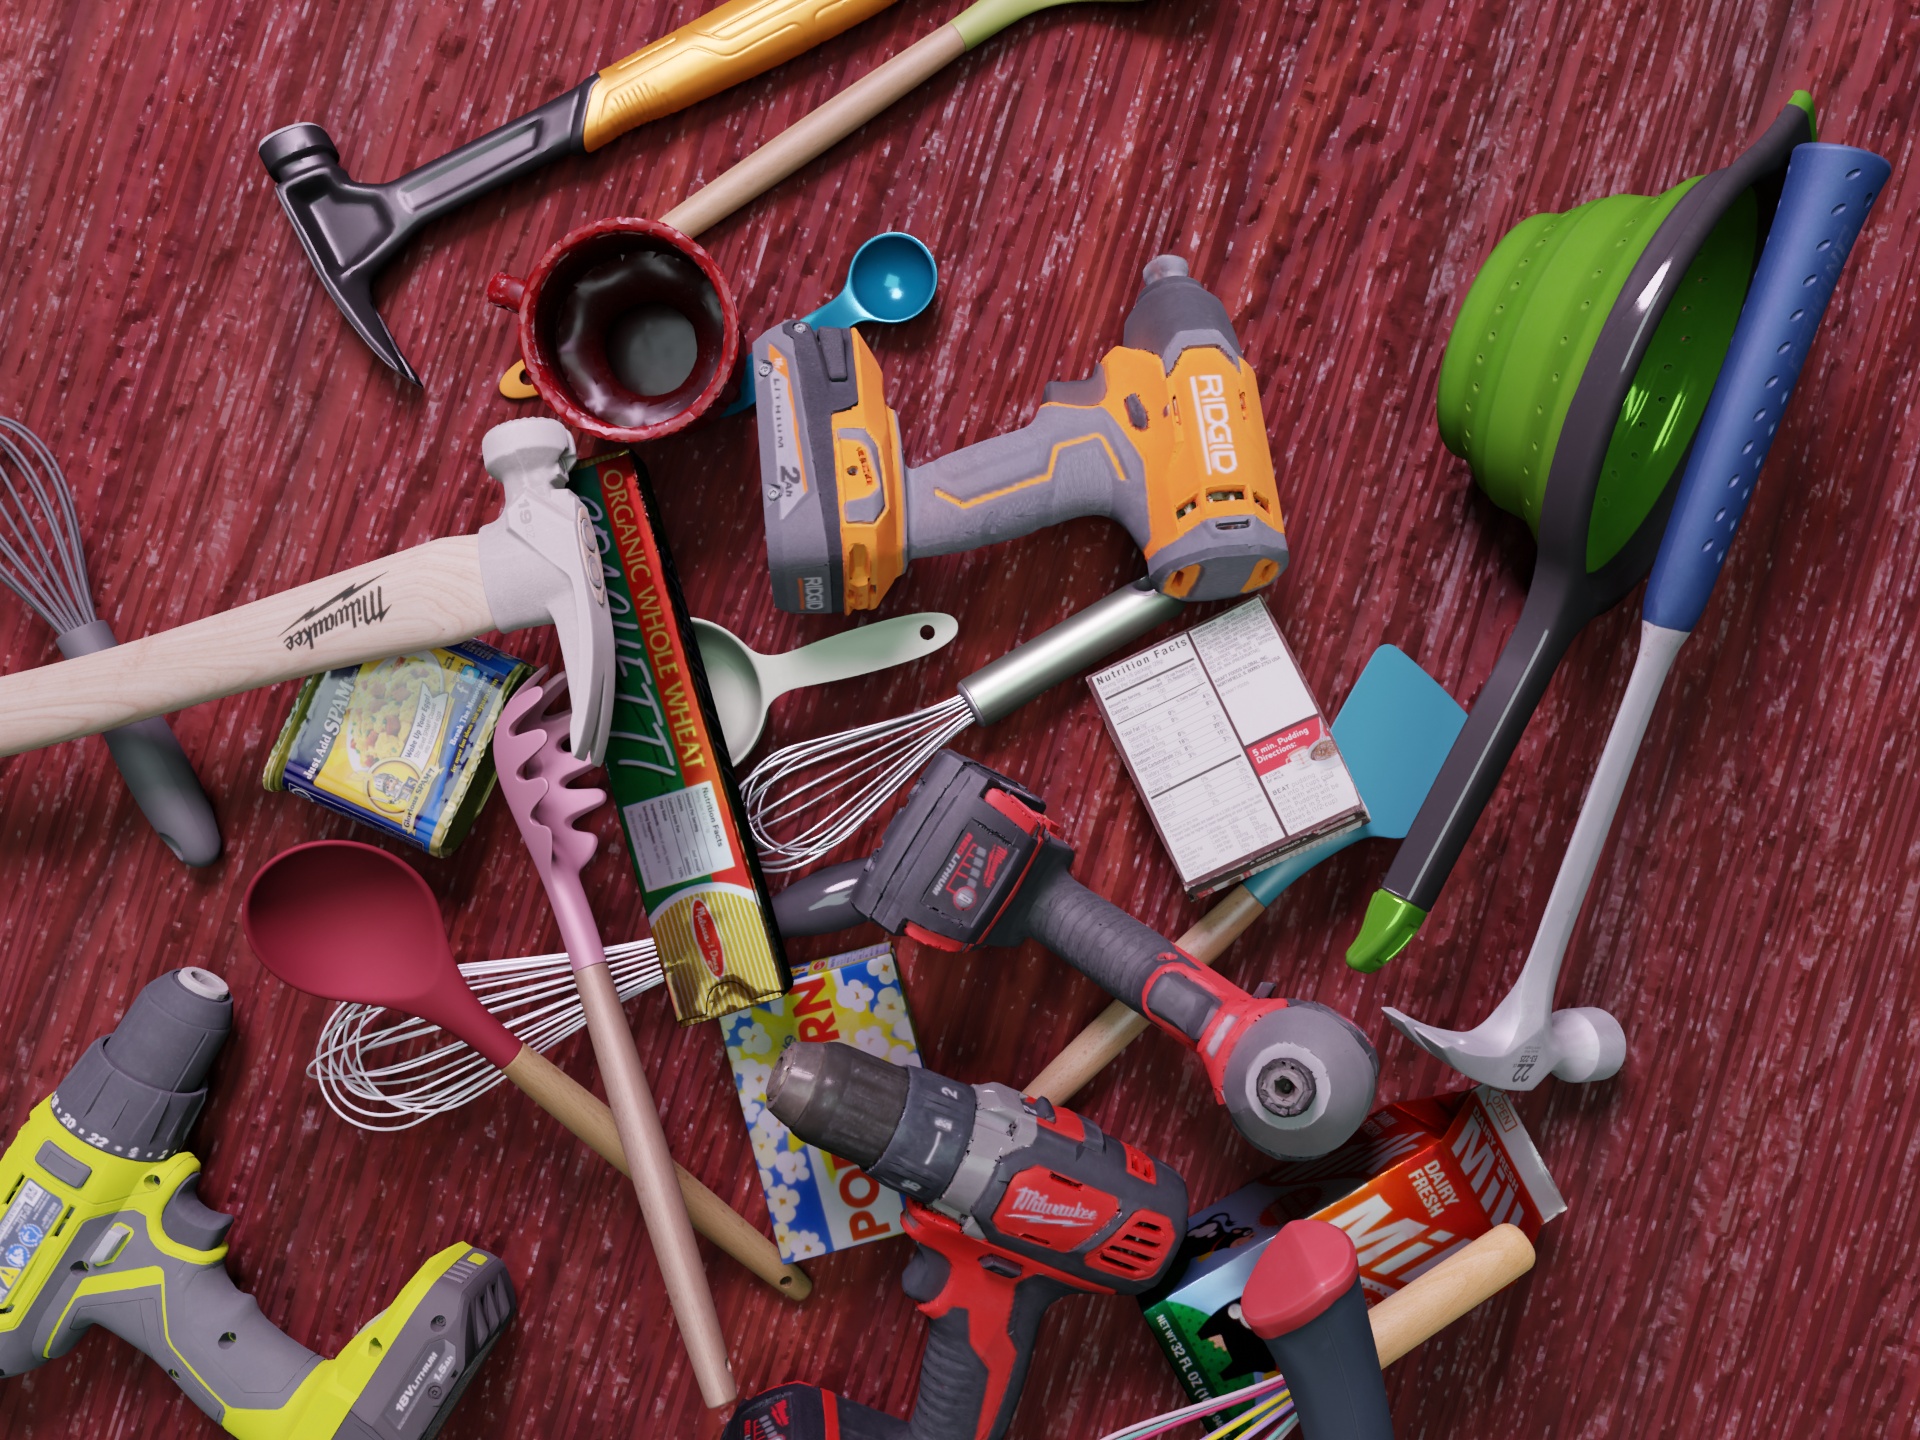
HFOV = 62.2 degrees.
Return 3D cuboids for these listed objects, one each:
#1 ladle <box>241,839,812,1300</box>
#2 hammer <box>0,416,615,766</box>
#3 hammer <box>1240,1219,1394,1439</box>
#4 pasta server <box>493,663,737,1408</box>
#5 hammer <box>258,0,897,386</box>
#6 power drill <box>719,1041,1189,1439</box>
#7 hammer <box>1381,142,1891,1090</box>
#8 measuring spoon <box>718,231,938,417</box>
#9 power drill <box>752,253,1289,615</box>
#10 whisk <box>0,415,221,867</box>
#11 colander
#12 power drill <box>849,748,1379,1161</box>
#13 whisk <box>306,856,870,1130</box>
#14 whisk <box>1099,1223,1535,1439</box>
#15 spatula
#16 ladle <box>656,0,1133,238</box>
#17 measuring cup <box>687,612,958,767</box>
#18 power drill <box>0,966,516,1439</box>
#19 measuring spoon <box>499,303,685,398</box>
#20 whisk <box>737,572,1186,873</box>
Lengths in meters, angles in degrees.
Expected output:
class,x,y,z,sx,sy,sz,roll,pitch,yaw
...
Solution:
class,x,y,z,sx,sy,sz,roll,pitch,yaw
ladle,-0.175,0.161,0.690,0.069,0.031,0.315,-44,110,0
hammer,-0.348,-0.009,0.676,0.410,0.038,0.146,-14,79,5
hammer,0.188,0.356,0.656,0.143,0.038,0.386,-15,115,-1
pasta server,-0.142,0.128,0.674,0.040,0.060,0.316,-22,77,9
hammer,-0.148,-0.286,0.739,0.337,0.034,0.127,-28,89,-1
power drill,-0.029,0.254,0.681,0.187,0.080,0.226,26,98,-12
hammer,0.287,-0.029,0.660,0.144,0.035,0.405,5,106,-36
measuring spoon,-0.066,-0.181,0.751,0.128,0.021,0.042,-34,87,8
power drill,0.024,-0.131,0.713,0.226,0.084,0.164,-5,72,-5
whisk,-0.404,-0.038,0.728,0.055,0.055,0.239,-27,94,-1
colander,0.236,-0.083,0.693,0.095,0.204,0.397,28,91,31
power drill,0.071,0.103,0.661,0.220,0.143,0.078,32,91,18
whisk,-0.156,0.115,0.727,0.284,0.070,0.070,-18,90,-6
whisk,0.134,0.283,0.662,0.245,0.051,0.047,-31,114,-5
spatula,0.118,0.100,0.745,0.317,0.044,0.082,-44,90,4
ladle,-0.023,-0.303,0.731,0.320,0.062,0.078,-34,99,2
measuring cup,-0.082,-0.021,0.736,0.167,0.038,0.083,-16,89,-3
power drill,-0.321,0.240,0.709,0.228,0.080,0.190,32,89,2
measuring spoon,-0.164,-0.181,0.748,0.117,0.011,0.021,-26,90,-1
whisk,-0.001,-0.002,0.736,0.246,0.058,0.059,-30,124,-4
